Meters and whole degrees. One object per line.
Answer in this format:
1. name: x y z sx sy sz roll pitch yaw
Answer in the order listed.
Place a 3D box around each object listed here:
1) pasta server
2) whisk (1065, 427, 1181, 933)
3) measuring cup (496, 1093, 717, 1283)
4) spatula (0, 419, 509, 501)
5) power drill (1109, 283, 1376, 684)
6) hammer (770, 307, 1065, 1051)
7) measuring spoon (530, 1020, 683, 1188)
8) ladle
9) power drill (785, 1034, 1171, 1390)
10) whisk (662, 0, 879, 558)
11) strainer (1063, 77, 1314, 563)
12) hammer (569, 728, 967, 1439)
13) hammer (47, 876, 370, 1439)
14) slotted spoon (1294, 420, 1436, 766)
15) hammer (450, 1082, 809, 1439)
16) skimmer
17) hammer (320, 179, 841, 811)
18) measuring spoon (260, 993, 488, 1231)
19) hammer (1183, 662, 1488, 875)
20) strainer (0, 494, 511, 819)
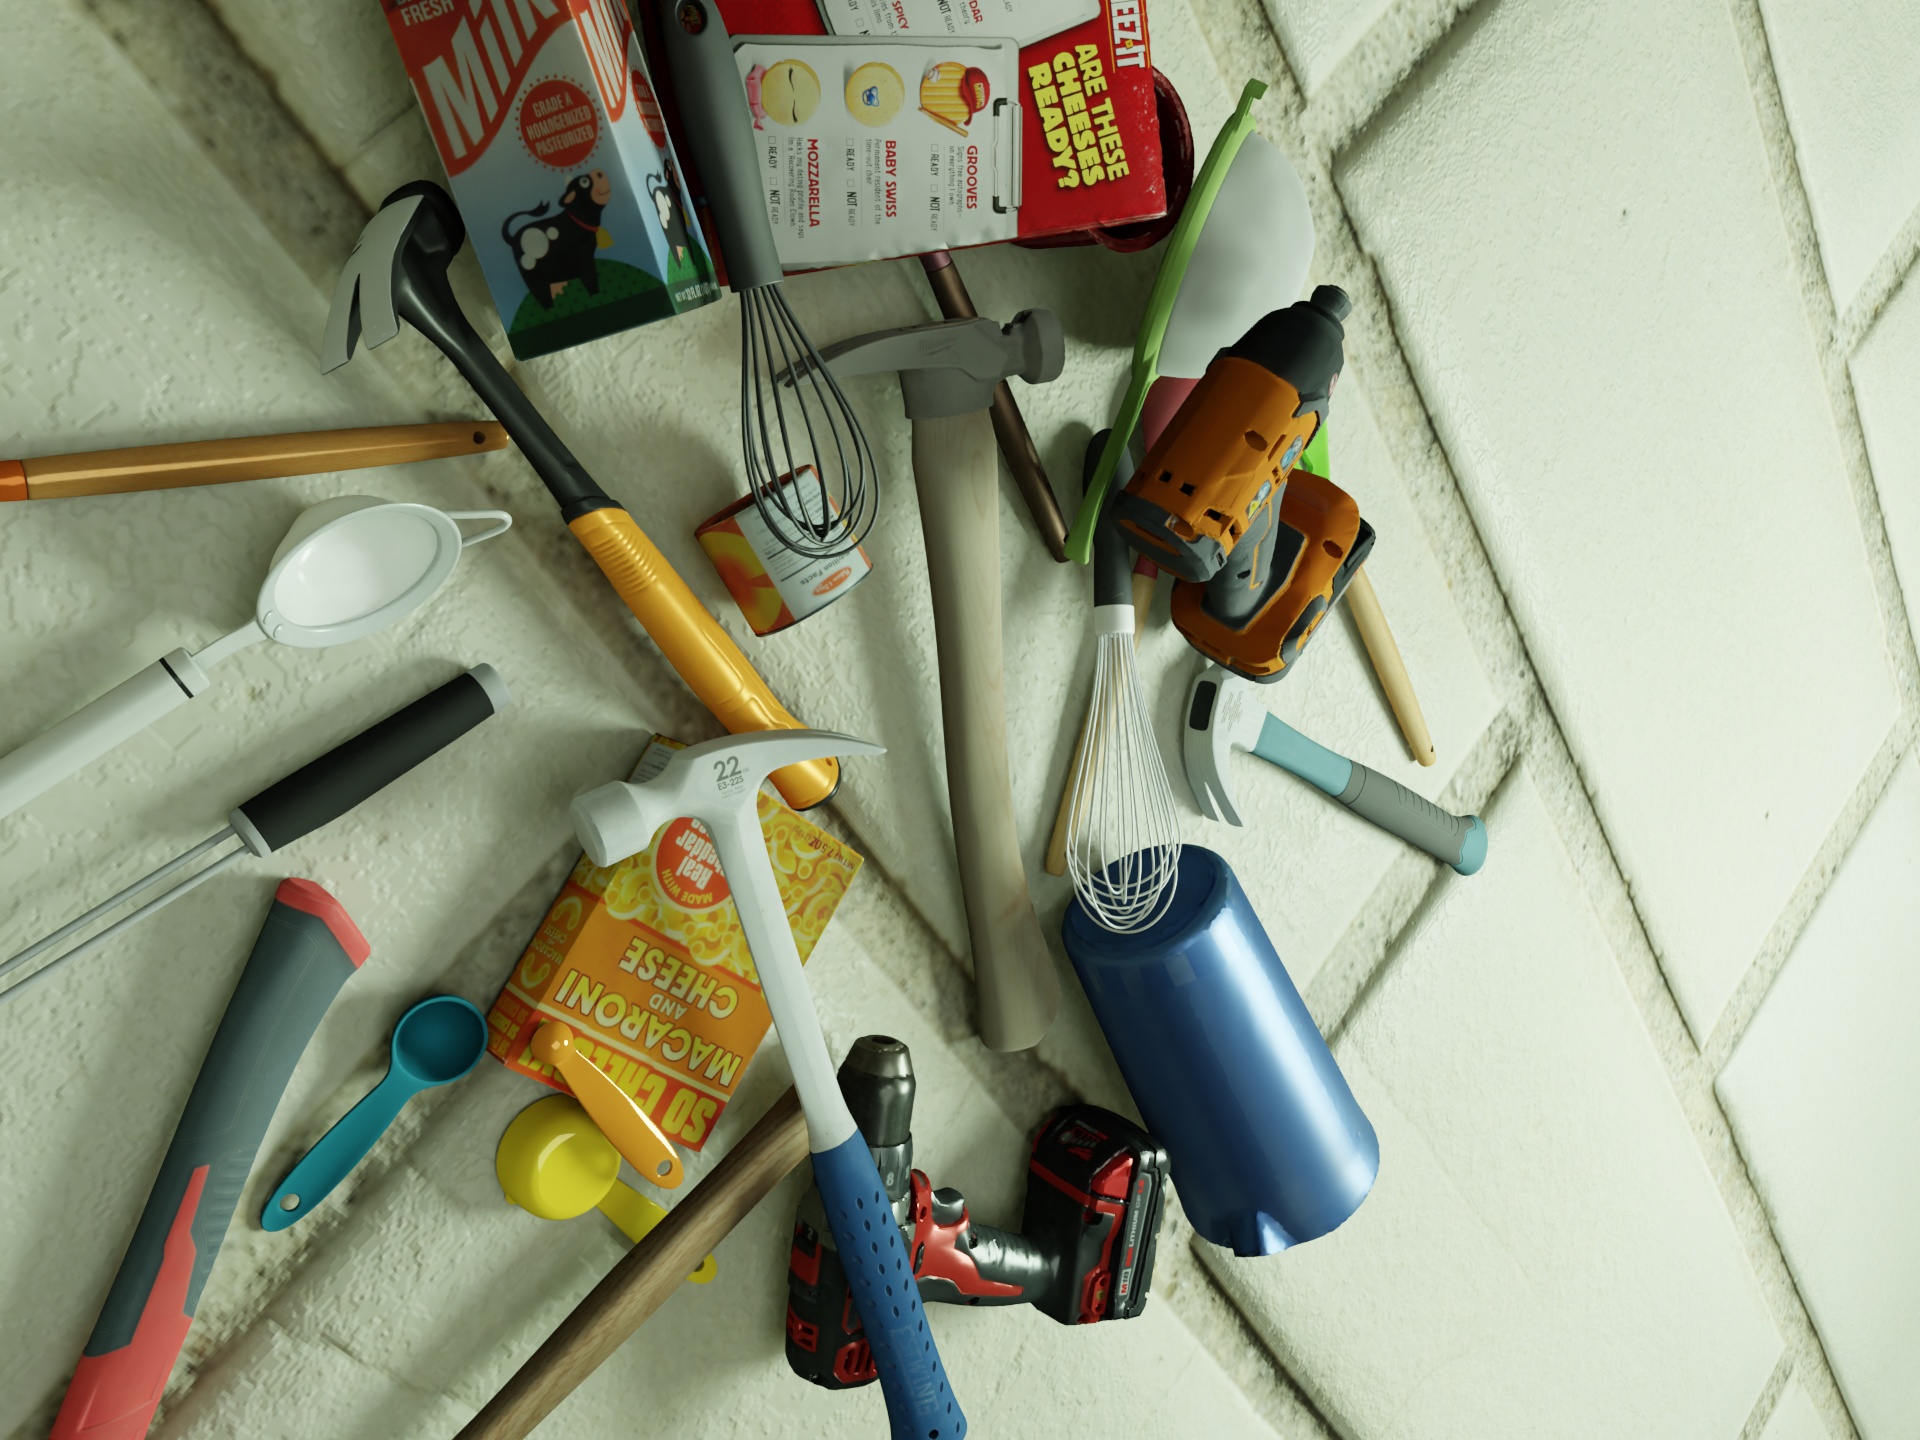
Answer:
1. pasta server: -0.005 -0.211 0.822 0.060 0.040 0.316 -44 126 -23
2. whisk: 0.088 -0.024 0.891 0.070 0.070 0.285 2 85 -38
3. measuring cup: -0.164 0.244 0.789 0.062 0.029 0.156 -51 124 -18
4. spatula: -0.319 -0.091 0.591 0.322 0.041 0.081 -14 107 -36
5. power drill: 0.166 -0.123 0.862 0.164 0.084 0.226 -55 155 -5
6. hammer: -0.001 -0.003 0.851 0.146 0.038 0.410 -13 112 -19
7. measuring spoon: -0.160 0.182 0.737 0.021 0.011 0.116 -44 122 -22
8. ladle: 0.099 -0.060 0.934 0.069 0.031 0.315 15 92 -42
9. power drill: 0.009 0.268 0.903 0.226 0.080 0.188 5 96 -35
10. whisk: -0.082 -0.184 0.665 0.055 0.055 0.239 -24 108 -32
11. strainer: 0.130 -0.194 0.850 0.151 0.069 0.256 56 56 -81
12. hammer: -0.060 0.194 0.783 0.144 0.035 0.405 -24 110 -24
13. hammer: -0.347 0.245 0.643 0.143 0.038 0.386 23 85 -37
14. slotted spoon: 0.266 -0.081 1.058 0.070 0.031 0.313 -57 130 -33
15. hammer: -0.182 0.297 0.763 0.331 0.031 0.129 -44 135 -21
16. skimmer: -0.321 0.070 0.592 0.363 0.090 0.127 -37 88 -29
17. hammer: -0.147 -0.069 0.701 0.034 0.127 0.336 -24 129 14
18. measuring spoon: -0.264 0.173 0.709 0.128 0.021 0.042 -48 119 -9
19. hammer: 0.265 0.041 1.079 0.330 0.033 0.128 25 83 -39
20. strainer: -0.298 -0.026 0.623 0.258 0.050 0.086 -38 164 -20
